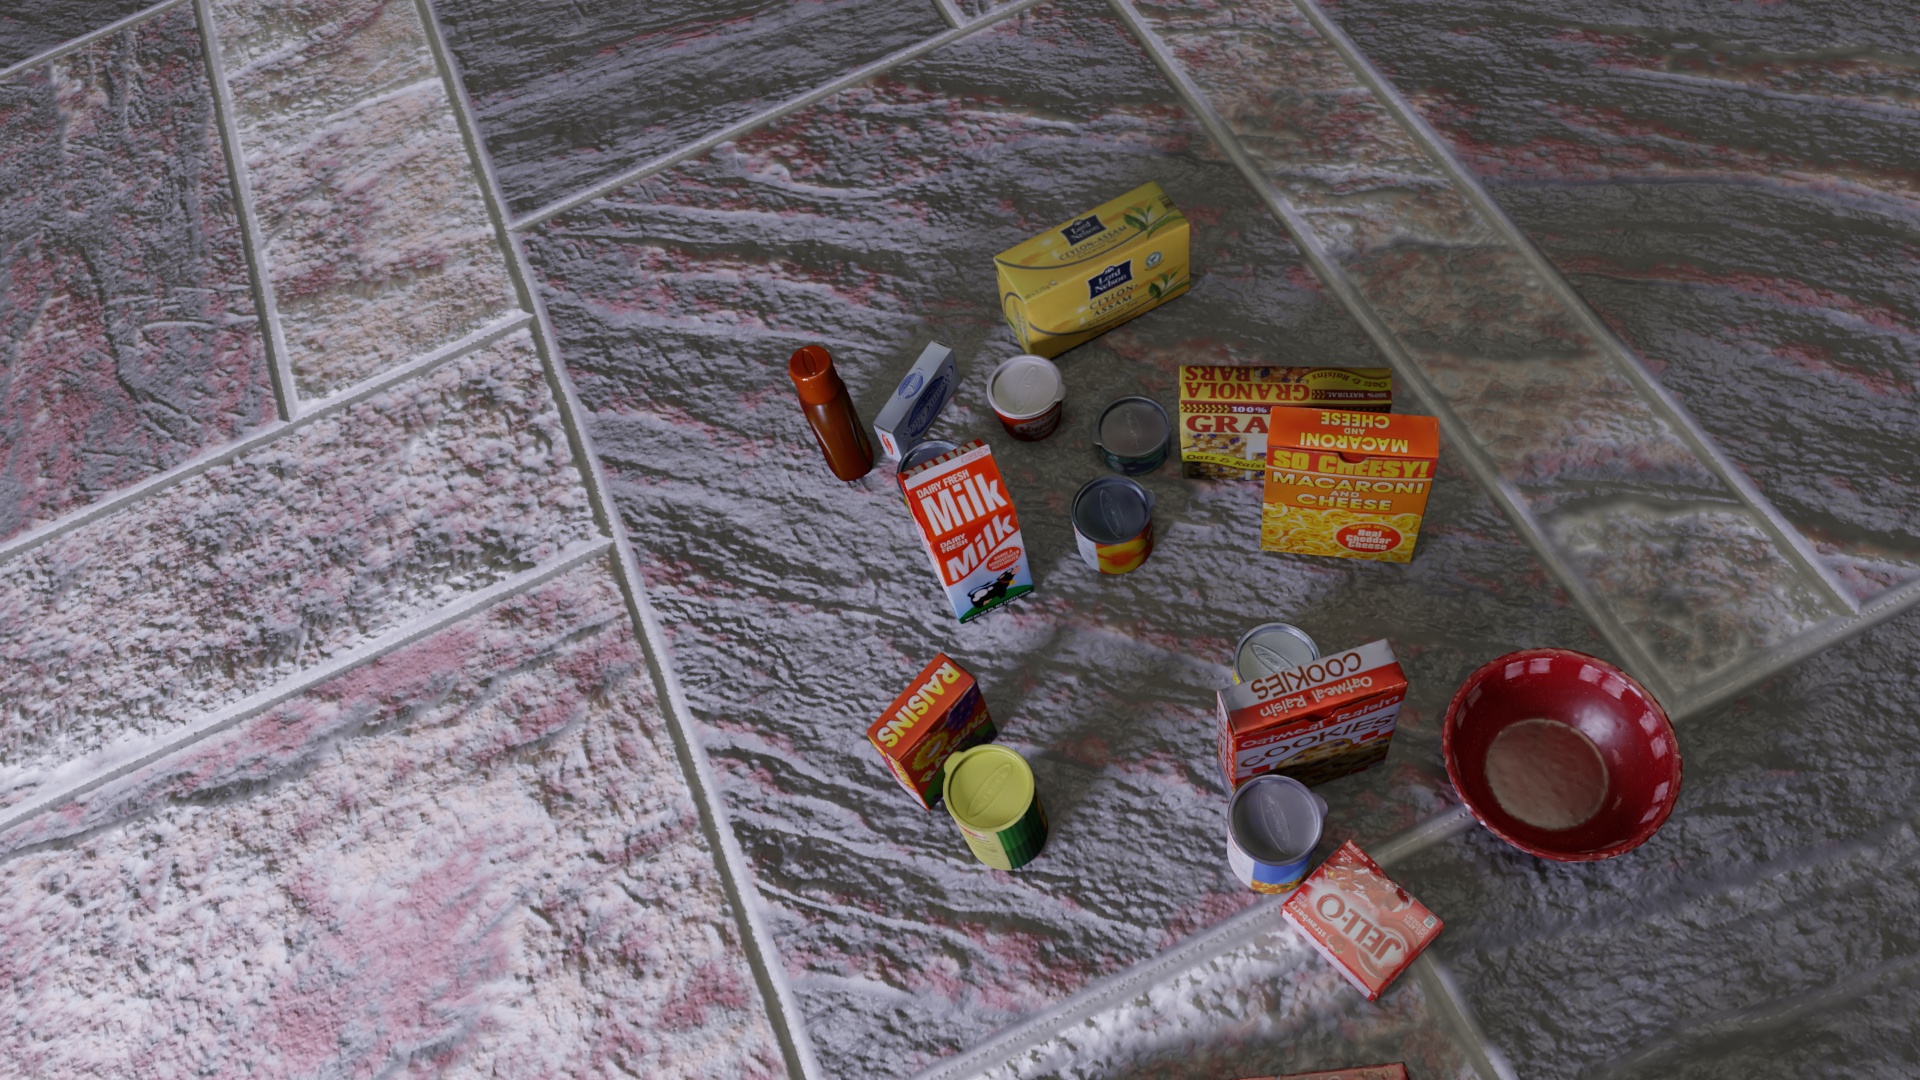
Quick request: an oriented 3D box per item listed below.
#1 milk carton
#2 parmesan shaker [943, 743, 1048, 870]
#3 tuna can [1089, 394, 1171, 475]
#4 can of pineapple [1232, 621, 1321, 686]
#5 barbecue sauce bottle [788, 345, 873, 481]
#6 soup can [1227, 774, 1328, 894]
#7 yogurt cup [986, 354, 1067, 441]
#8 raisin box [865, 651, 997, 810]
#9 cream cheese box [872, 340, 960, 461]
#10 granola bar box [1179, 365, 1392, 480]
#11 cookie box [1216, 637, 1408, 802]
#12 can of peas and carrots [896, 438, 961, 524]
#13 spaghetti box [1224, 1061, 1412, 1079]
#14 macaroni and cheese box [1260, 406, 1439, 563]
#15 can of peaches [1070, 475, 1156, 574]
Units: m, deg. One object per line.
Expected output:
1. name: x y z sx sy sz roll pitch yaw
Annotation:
1. milk carton: 0.004 -0.014 1.114 0.072 0.189 0.074 -25 60 -3
2. parmesan shaker: 0.026 0.200 1.043 0.071 0.102 0.071 -4 61 8
3. tuna can: 0.150 -0.092 1.221 0.071 0.032 0.071 -4 61 8
4. can of pineapple: 0.244 0.105 1.081 0.071 0.057 0.071 -4 61 8
5. barbecue sauce bottle: -0.114 -0.113 1.214 0.044 0.148 0.065 -21 60 -1
6. soup can: 0.230 0.214 1.009 0.071 0.083 0.071 -4 61 8
7. yogurt cup: 0.061 -0.125 1.243 0.072 0.053 0.073 -4 61 8
8. raisin box: -0.020 0.149 1.068 0.040 0.123 0.086 38 74 25
9. cream cheese box: -0.039 -0.126 1.262 0.024 0.053 0.104 25 69 22
10. granola bar box: 0.266 -0.095 1.149 0.165 0.123 0.039 2 62 11
11. cookie box: 0.249 0.137 1.000 0.123 0.166 0.040 -18 60 1
12. can of peas and carrots: -0.020 -0.048 1.213 0.071 0.058 0.071 -4 61 8
13. spaghetti box: 0.180 0.385 0.944 0.250 0.050 0.029 -8 61 6
14. macaroni and cheese box: 0.301 -0.040 1.089 0.124 0.165 0.040 5 63 13
15. can of peaches: 0.131 -0.013 1.167 0.071 0.057 0.071 -4 61 8
